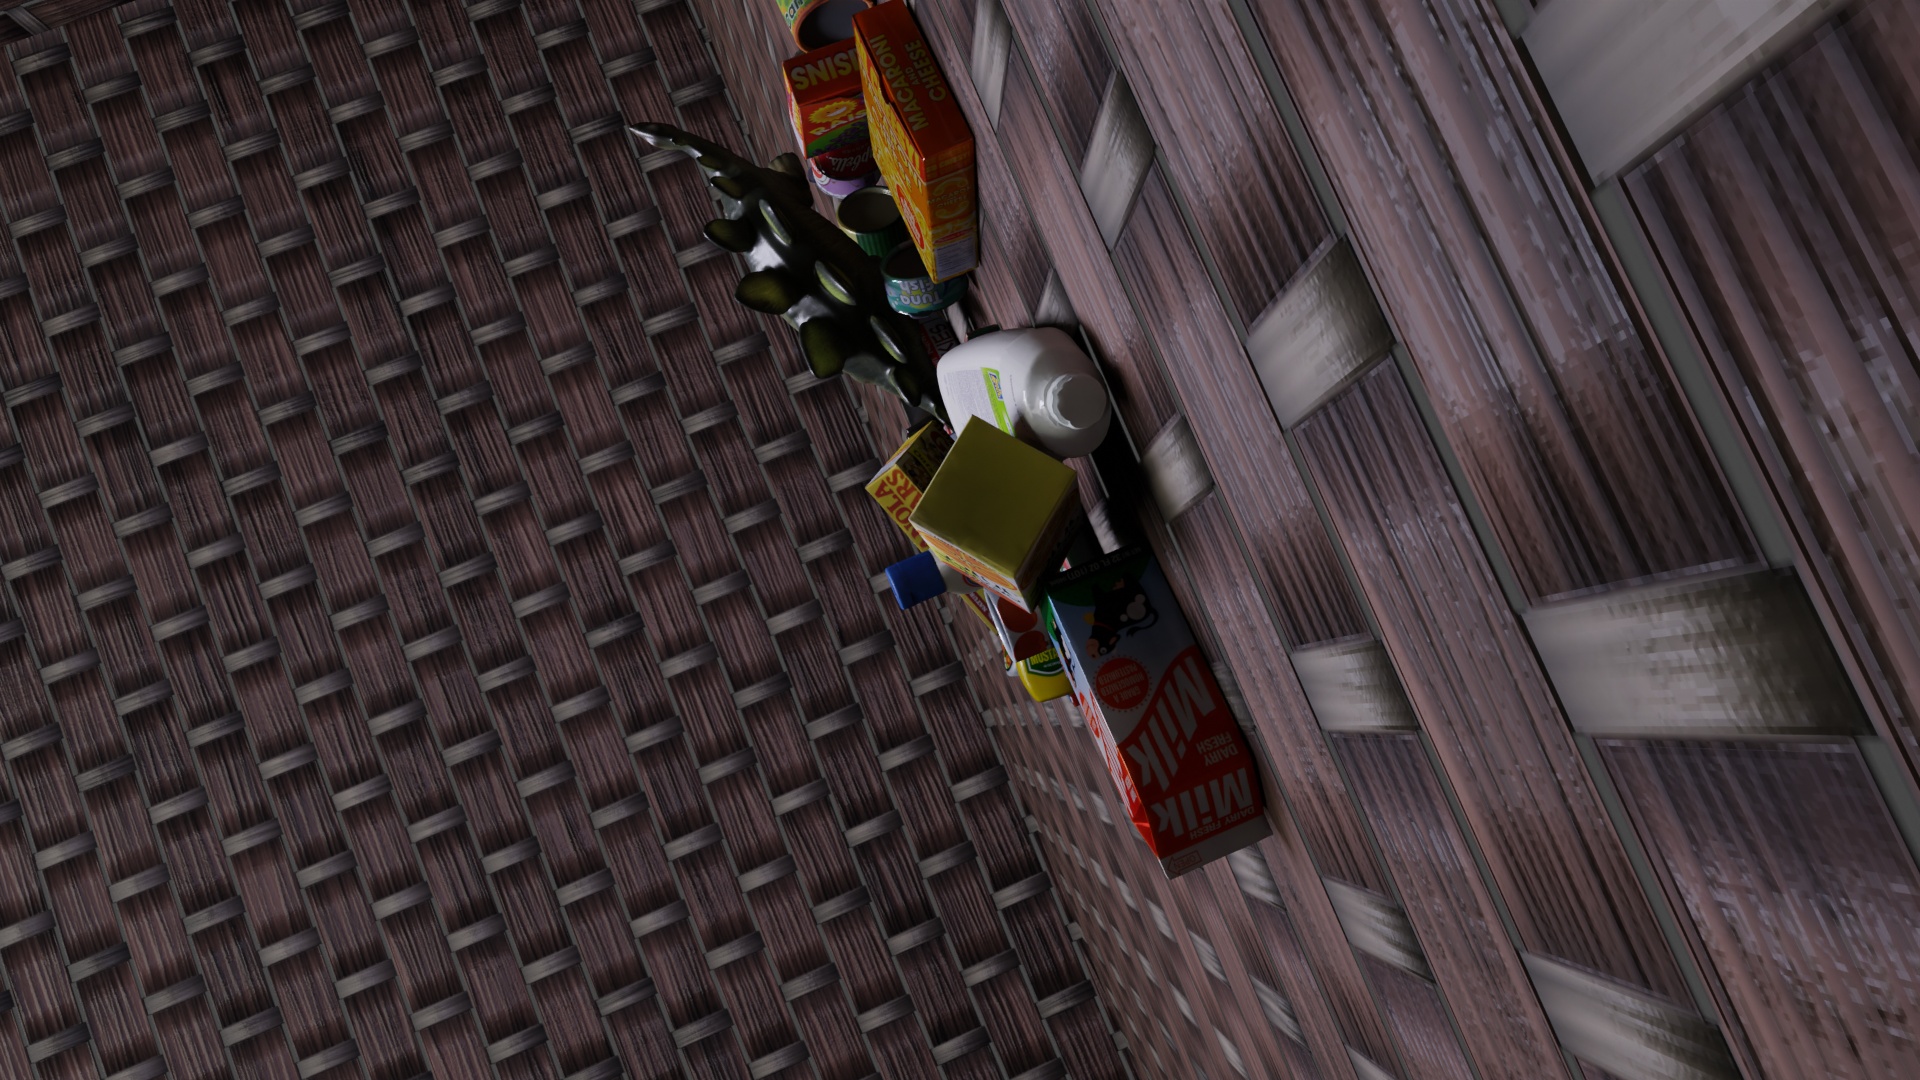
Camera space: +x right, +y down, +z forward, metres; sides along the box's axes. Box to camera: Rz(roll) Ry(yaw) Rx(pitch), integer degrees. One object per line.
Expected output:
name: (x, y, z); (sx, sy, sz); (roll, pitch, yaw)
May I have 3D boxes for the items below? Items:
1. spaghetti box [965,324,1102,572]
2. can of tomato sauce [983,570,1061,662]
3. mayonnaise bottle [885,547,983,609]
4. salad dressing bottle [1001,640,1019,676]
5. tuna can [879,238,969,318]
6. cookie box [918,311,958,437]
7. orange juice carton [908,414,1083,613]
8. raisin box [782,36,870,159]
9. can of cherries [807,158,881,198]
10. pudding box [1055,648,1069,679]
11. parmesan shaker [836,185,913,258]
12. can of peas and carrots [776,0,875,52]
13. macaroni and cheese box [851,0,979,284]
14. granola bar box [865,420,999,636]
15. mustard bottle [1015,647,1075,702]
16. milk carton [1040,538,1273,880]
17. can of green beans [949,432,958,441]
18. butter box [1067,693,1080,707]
spaghetti box: (0.062, -0.045, 1.045); (0.050, 0.029, 0.250); (89, 158, -77)
can of tomato sauce: (0.069, 0.052, 1.083); (0.071, 0.083, 0.071); (162, 86, -85)
mayonnaise bottle: (0.016, 0.010, 1.092); (0.064, 0.148, 0.041); (73, 171, -47)
salad dressing bottle: (0.055, 0.056, 1.344); (0.064, 0.044, 0.147); (157, 104, -80)
tuna can: (-0.029, -0.207, 1.090); (0.071, 0.071, 0.032); (-118, 8, -48)
cookie box: (-0.015, -0.154, 1.347); (0.122, 0.040, 0.168); (75, 173, -51)
orange juice carton: (0.029, -0.008, 0.868); (0.072, 0.073, 0.192); (30, 174, 11)
raisin box: (-0.087, -0.336, 1.051); (0.123, 0.086, 0.040); (151, 98, -85)
can of cherries: (-0.111, -0.360, 1.288); (0.058, 0.071, 0.071); (82, 165, -69)
pudding box: (0.098, 0.083, 1.223); (0.050, 0.030, 0.083); (-138, 27, -81)
parmesan shaker: (-0.073, -0.271, 1.302); (0.102, 0.071, 0.071); (77, 170, -55)
can of peas and carrots: (-0.104, -0.405, 1.031); (0.070, 0.071, 0.059); (85, 162, -73)
macaroni and cheese box: (-0.030, -0.273, 0.970); (0.166, 0.040, 0.124); (83, 164, -72)
granola bar box: (0.004, -0.015, 1.181); (0.165, 0.039, 0.125); (49, -155, -7)
mustard bottle: (0.069, 0.066, 1.277); (0.049, 0.065, 0.160); (29, -138, -88)
milk carton: (0.117, 0.104, 0.848); (0.073, 0.072, 0.191); (83, 164, -69)
can of green beans: (0.014, -0.062, 1.278); (0.058, 0.071, 0.071); (-118, 8, -46)
butter box: (0.102, 0.121, 1.376); (0.104, 0.024, 0.053); (-128, 17, -71)
